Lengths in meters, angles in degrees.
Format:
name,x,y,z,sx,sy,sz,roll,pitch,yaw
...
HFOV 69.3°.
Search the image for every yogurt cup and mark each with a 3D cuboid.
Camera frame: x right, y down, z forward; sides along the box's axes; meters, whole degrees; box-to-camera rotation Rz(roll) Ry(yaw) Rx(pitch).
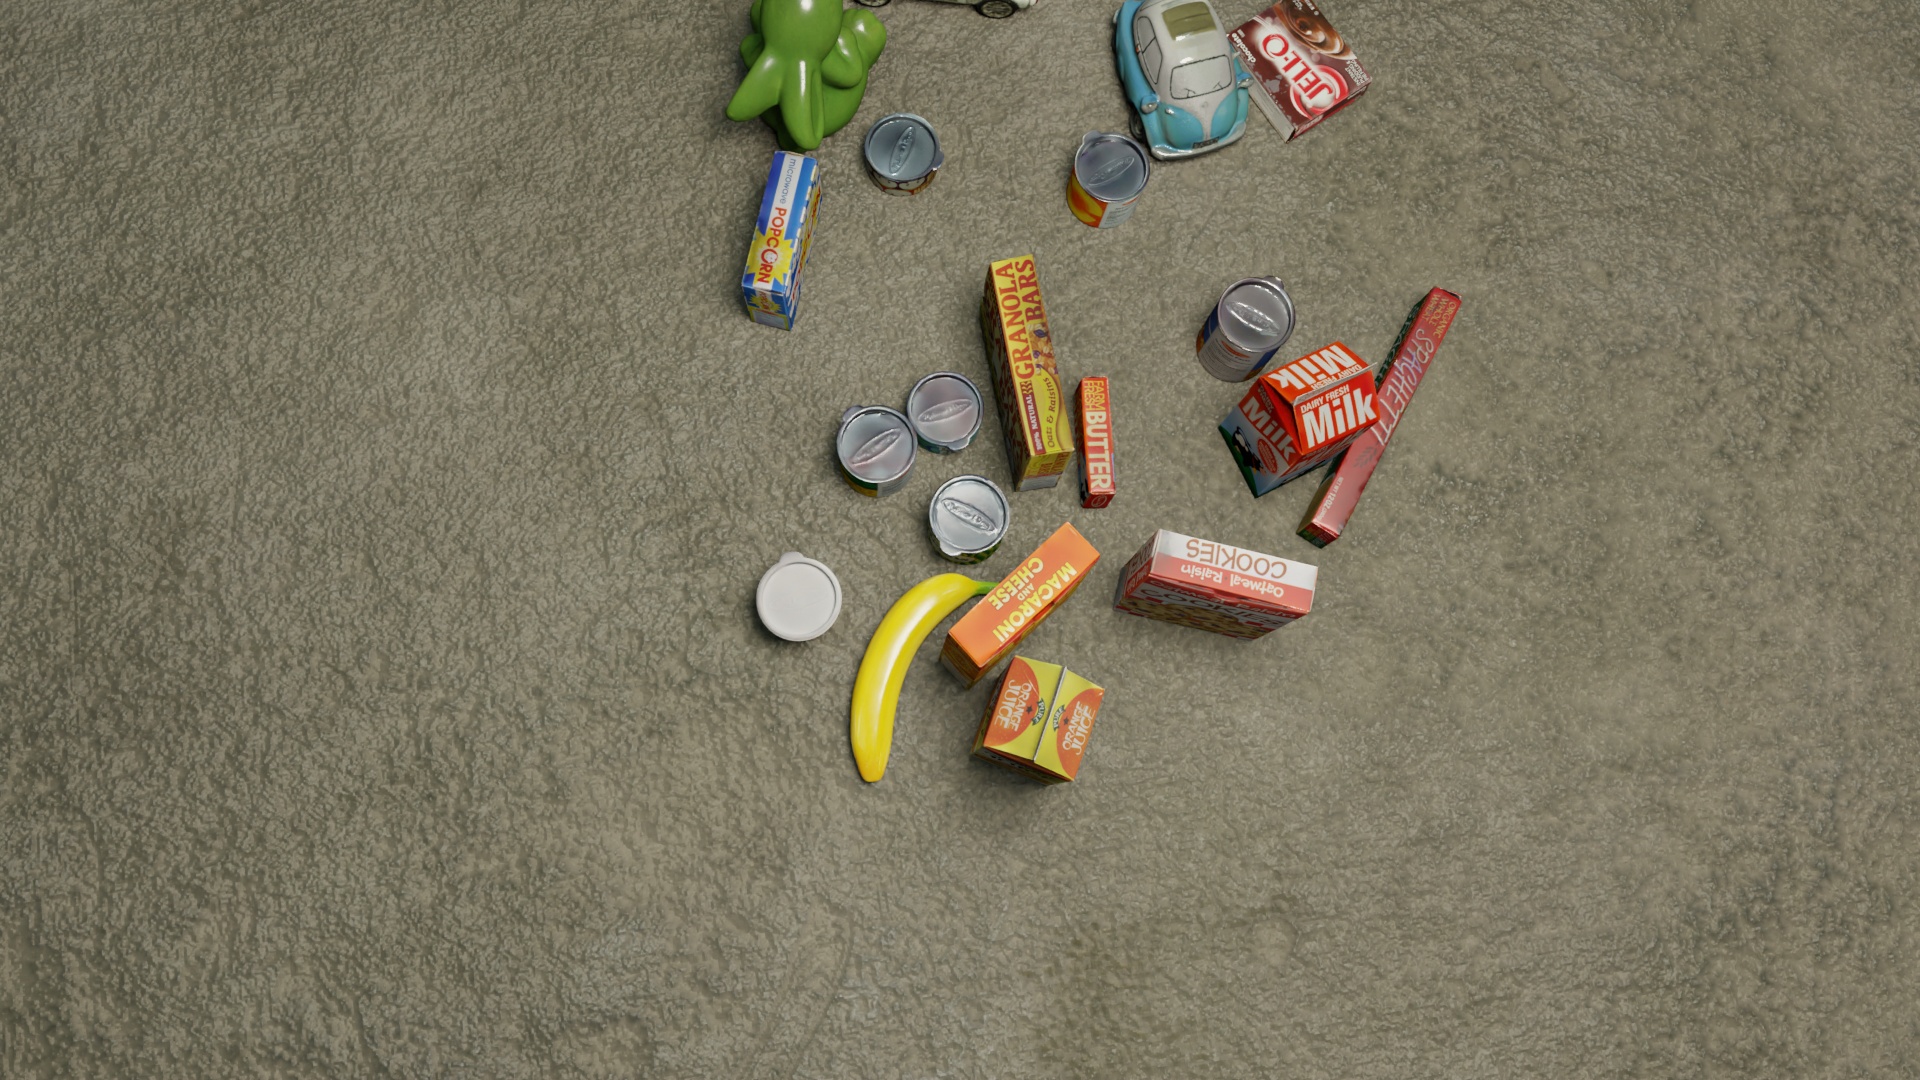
name,x,y,z,sx,sy,sz,roll,pitch,yaw
yogurt cup,-0.130,0.051,1.133,0.072,0.054,0.072,1,78,-3

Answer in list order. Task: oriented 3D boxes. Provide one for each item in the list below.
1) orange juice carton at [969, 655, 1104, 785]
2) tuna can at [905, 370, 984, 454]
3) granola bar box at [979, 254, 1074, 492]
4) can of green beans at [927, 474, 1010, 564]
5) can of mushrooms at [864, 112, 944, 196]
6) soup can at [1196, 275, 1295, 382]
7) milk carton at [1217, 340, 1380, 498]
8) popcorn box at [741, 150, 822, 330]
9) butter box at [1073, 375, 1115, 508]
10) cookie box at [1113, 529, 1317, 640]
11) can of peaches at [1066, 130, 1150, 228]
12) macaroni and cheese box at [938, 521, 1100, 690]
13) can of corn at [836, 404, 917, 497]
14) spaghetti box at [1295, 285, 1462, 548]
name,x,y,z,sx,sy,sz,roll,pitch,yaw
orange juice carton,0.057,0.138,1.054,0.073,0.192,0.072,21,78,1
tuna can,-0.013,-0.106,1.185,0.071,0.032,0.071,1,78,-3
granola bar box,0.052,-0.134,1.148,0.039,0.124,0.166,-10,79,-5
can of green beans,0.006,-0.016,1.154,0.071,0.057,0.071,1,78,-3
can of mushrooms,-0.050,-0.341,1.233,0.071,0.033,0.071,1,78,-3
soup can,0.244,-0.181,1.190,0.071,0.083,0.071,1,78,-3
milk carton,0.275,-0.100,1.120,0.072,0.190,0.073,-25,81,-8
popcorn box,-0.150,-0.254,1.181,0.038,0.085,0.127,12,78,-1
butter box,0.113,-0.083,1.177,0.024,0.053,0.103,-2,78,-4
cookie box,0.196,0.039,1.097,0.123,0.167,0.040,13,78,-1
can of peaches,0.128,-0.319,1.226,0.071,0.058,0.071,1,78,-3
macaroni and cheese box,0.043,0.055,1.085,0.124,0.166,0.040,-42,84,-10
can of corn,-0.071,-0.076,1.161,0.071,0.058,0.071,1,78,-3
spaghetti box,0.362,-0.108,1.199,0.029,0.050,0.250,30,78,3
